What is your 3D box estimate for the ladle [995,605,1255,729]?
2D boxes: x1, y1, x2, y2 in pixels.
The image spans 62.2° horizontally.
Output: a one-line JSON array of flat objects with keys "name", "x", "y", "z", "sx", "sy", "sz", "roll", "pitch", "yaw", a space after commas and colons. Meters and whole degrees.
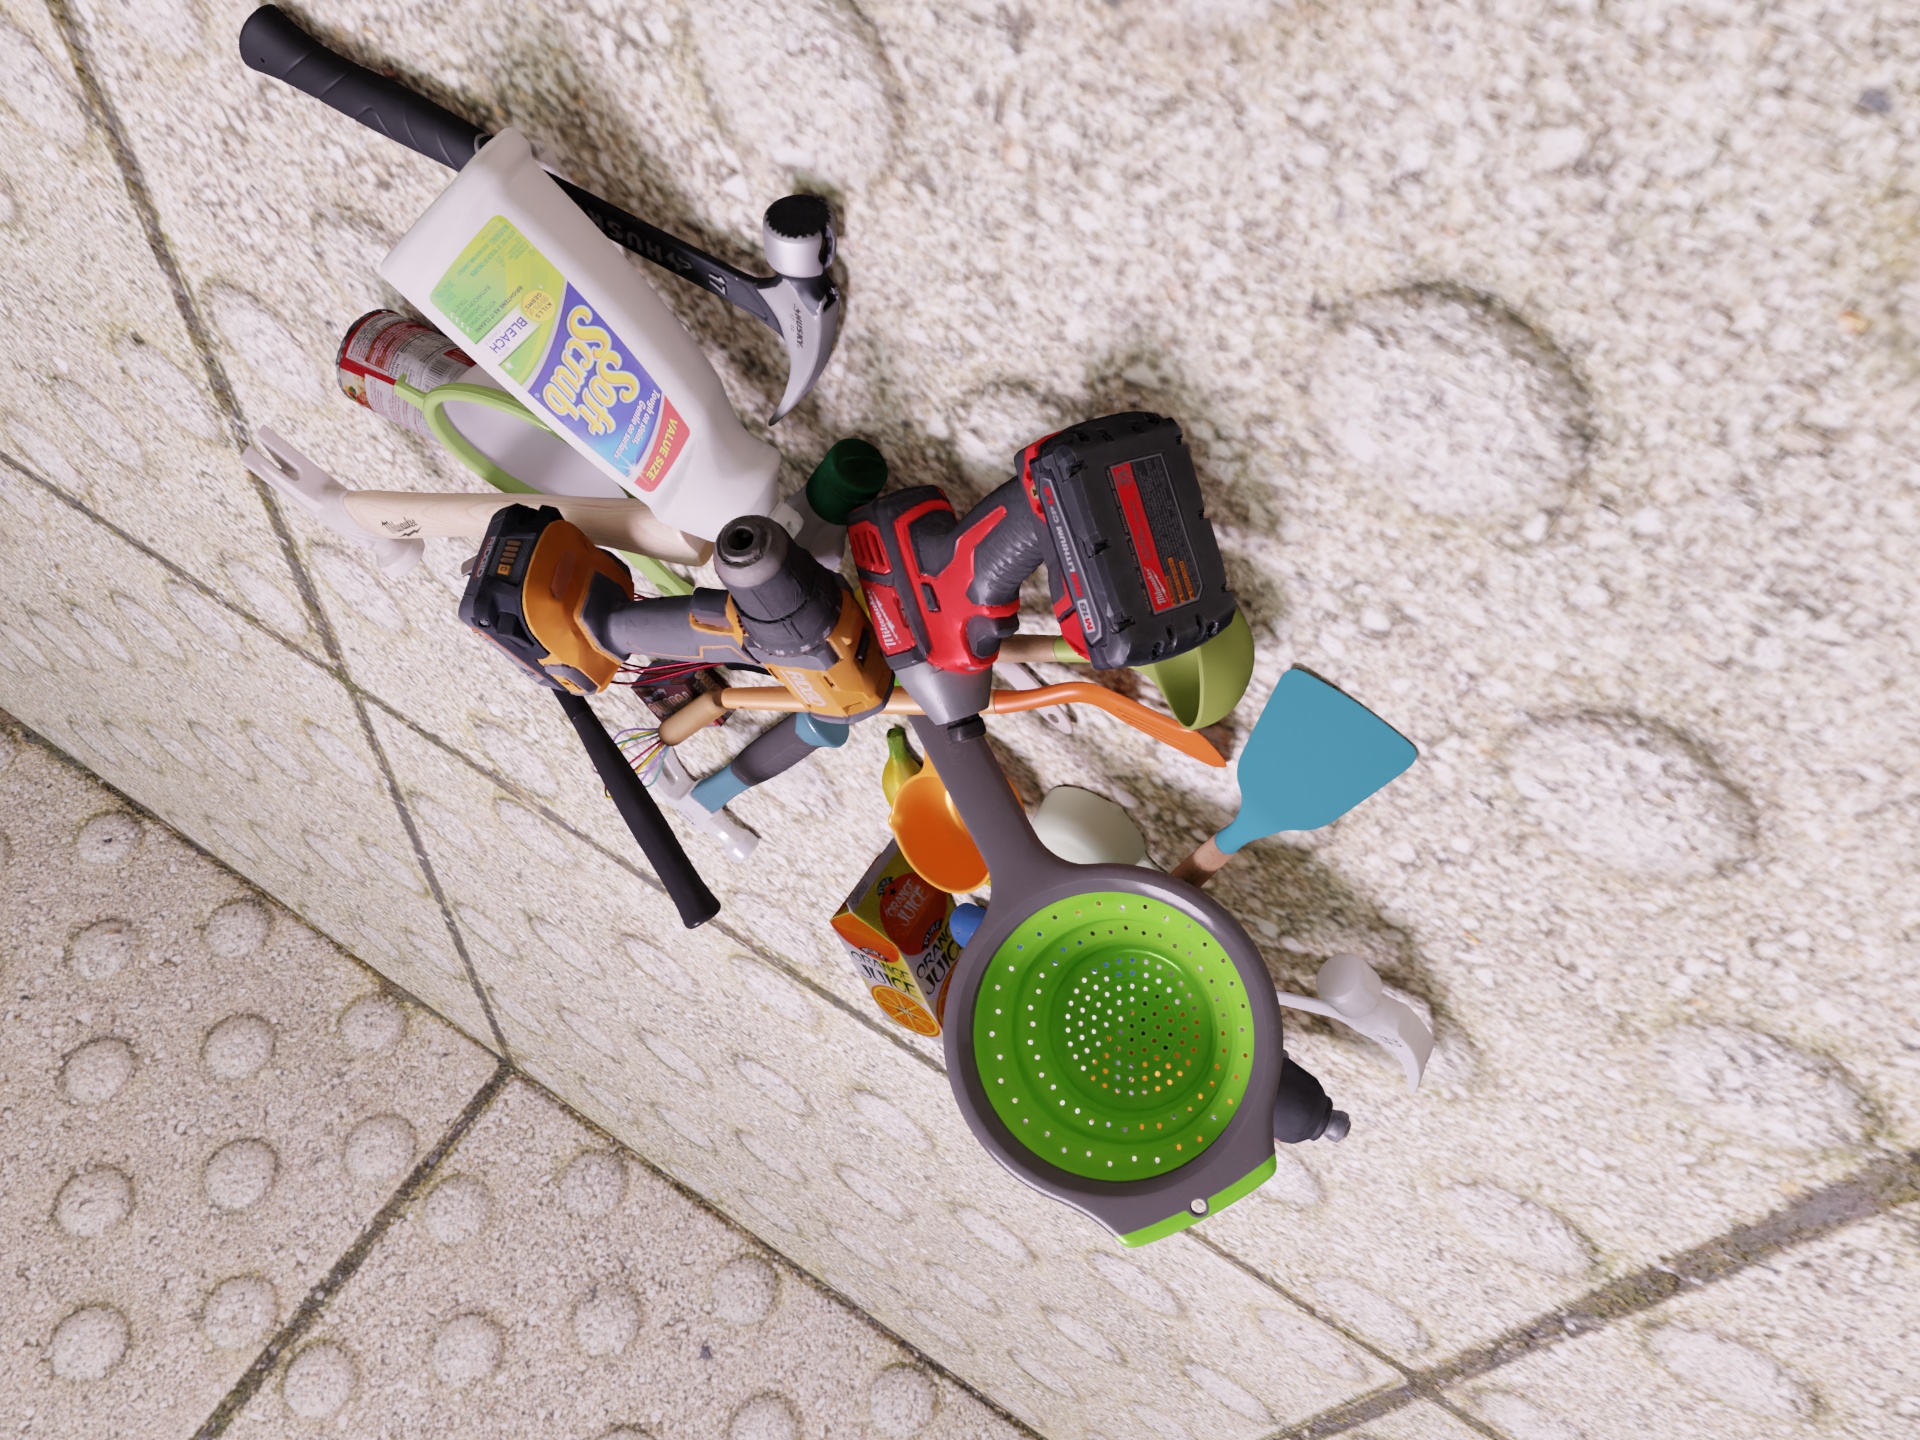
[{"name": "ladle", "x": 0.029, "y": -0.039, "z": 0.904, "sx": 0.320, "sy": 0.062, "sz": 0.078, "roll": 3, "pitch": 103, "yaw": 43}]

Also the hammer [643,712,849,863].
[{"name": "hammer", "x": -0.167, "y": 0.039, "z": 1.283, "sx": 0.128, "sy": 0.033, "sz": 0.331, "roll": 42, "pitch": 151, "yaw": -11}]

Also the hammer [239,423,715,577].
[{"name": "hammer", "x": -0.314, "y": -0.140, "z": 1.043, "sx": 0.411, "sy": 0.038, "sz": 0.146, "roll": 8, "pitch": 155, "yaw": 39}]

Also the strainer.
[{"name": "strainer", "x": -0.236, "y": -0.164, "z": 1.049, "sx": 0.151, "sy": 0.069, "sz": 0.256, "roll": 13, "pitch": 161, "yaw": 28}]

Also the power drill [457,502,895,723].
[{"name": "power drill", "x": -0.163, "y": -0.066, "z": 0.890, "sx": 0.226, "sy": 0.084, "sz": 0.185, "roll": 8, "pitch": 161, "yaw": 17}]

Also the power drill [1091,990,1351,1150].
[{"name": "power drill", "x": 0.176, "y": 0.267, "z": 1.137, "sx": 0.164, "sy": 0.084, "sz": 0.226, "roll": 24, "pitch": 161, "yaw": 4}]

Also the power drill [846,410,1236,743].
[{"name": "power drill", "x": 0.029, "y": -0.067, "z": 0.816, "sx": 0.220, "sy": 0.078, "sz": 0.143, "roll": -12, "pitch": 96, "yaw": 54}]

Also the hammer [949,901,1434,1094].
[{"name": "hammer", "x": 0.144, "y": 0.179, "z": 1.121, "sx": 0.406, "sy": 0.035, "sz": 0.143, "roll": 5, "pitch": 150, "yaw": 48}]

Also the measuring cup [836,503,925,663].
[{"name": "measuring cup", "x": -0.062, "y": -0.081, "z": 0.953, "sx": 0.062, "sy": 0.029, "sz": 0.156, "roll": 58, "pitch": 140, "yaw": 22}]

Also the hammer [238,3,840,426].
[{"name": "hammer", "x": -0.238, "y": -0.295, "z": 0.873, "sx": 0.409, "sy": 0.036, "sz": 0.149, "roll": 30, "pitch": 152, "yaw": 14}]

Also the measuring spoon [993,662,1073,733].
[{"name": "measuring spoon", "x": 0.023, "y": -0.032, "z": 0.979, "sx": 0.124, "sy": 0.018, "sz": 0.034, "roll": 45, "pitch": 151, "yaw": -8}]

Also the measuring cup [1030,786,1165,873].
[{"name": "measuring cup", "x": 0.116, "y": 0.111, "z": 1.065, "sx": 0.167, "sy": 0.038, "sz": 0.083, "roll": 39, "pitch": 151, "yaw": -2}]

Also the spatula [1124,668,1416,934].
[{"name": "spatula", "x": 0.155, "y": 0.075, "z": 0.953, "sx": 0.082, "sy": 0.044, "sz": 0.317, "roll": 34, "pitch": 150, "yaw": 2}]

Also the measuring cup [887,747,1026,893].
[{"name": "measuring cup", "x": -0.001, "y": 0.028, "z": 1.069, "sx": 0.095, "sy": 0.052, "sz": 0.173, "roll": 10, "pitch": 114, "yaw": 37}]

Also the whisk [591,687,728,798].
[{"name": "whisk", "x": -0.237, "y": 0.019, "z": 1.256, "sx": 0.051, "sy": 0.047, "sz": 0.245, "roll": 48, "pitch": 147, "yaw": -10}]

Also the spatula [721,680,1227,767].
[{"name": "spatula", "x": -0.002, "y": -0.003, "z": 0.960, "sx": 0.322, "sy": 0.041, "sz": 0.081, "roll": 1, "pitch": 165, "yaw": 21}]

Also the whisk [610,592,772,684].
[{"name": "whisk", "x": -0.177, "y": -0.050, "z": 1.137, "sx": 0.296, "sy": 0.073, "sz": 0.073, "roll": 9, "pitch": 141, "yaw": 32}]

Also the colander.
[{"name": "colander", "x": 0.061, "y": 0.122, "z": 1.002, "sx": 0.397, "sy": 0.204, "sz": 0.094, "roll": 62, "pitch": -170, "yaw": 14}]

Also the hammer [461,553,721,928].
[{"name": "hammer", "x": -0.279, "y": 0.011, "z": 1.208, "sx": 0.335, "sy": 0.035, "sz": 0.146, "roll": 58, "pitch": 172, "yaw": 6}]
